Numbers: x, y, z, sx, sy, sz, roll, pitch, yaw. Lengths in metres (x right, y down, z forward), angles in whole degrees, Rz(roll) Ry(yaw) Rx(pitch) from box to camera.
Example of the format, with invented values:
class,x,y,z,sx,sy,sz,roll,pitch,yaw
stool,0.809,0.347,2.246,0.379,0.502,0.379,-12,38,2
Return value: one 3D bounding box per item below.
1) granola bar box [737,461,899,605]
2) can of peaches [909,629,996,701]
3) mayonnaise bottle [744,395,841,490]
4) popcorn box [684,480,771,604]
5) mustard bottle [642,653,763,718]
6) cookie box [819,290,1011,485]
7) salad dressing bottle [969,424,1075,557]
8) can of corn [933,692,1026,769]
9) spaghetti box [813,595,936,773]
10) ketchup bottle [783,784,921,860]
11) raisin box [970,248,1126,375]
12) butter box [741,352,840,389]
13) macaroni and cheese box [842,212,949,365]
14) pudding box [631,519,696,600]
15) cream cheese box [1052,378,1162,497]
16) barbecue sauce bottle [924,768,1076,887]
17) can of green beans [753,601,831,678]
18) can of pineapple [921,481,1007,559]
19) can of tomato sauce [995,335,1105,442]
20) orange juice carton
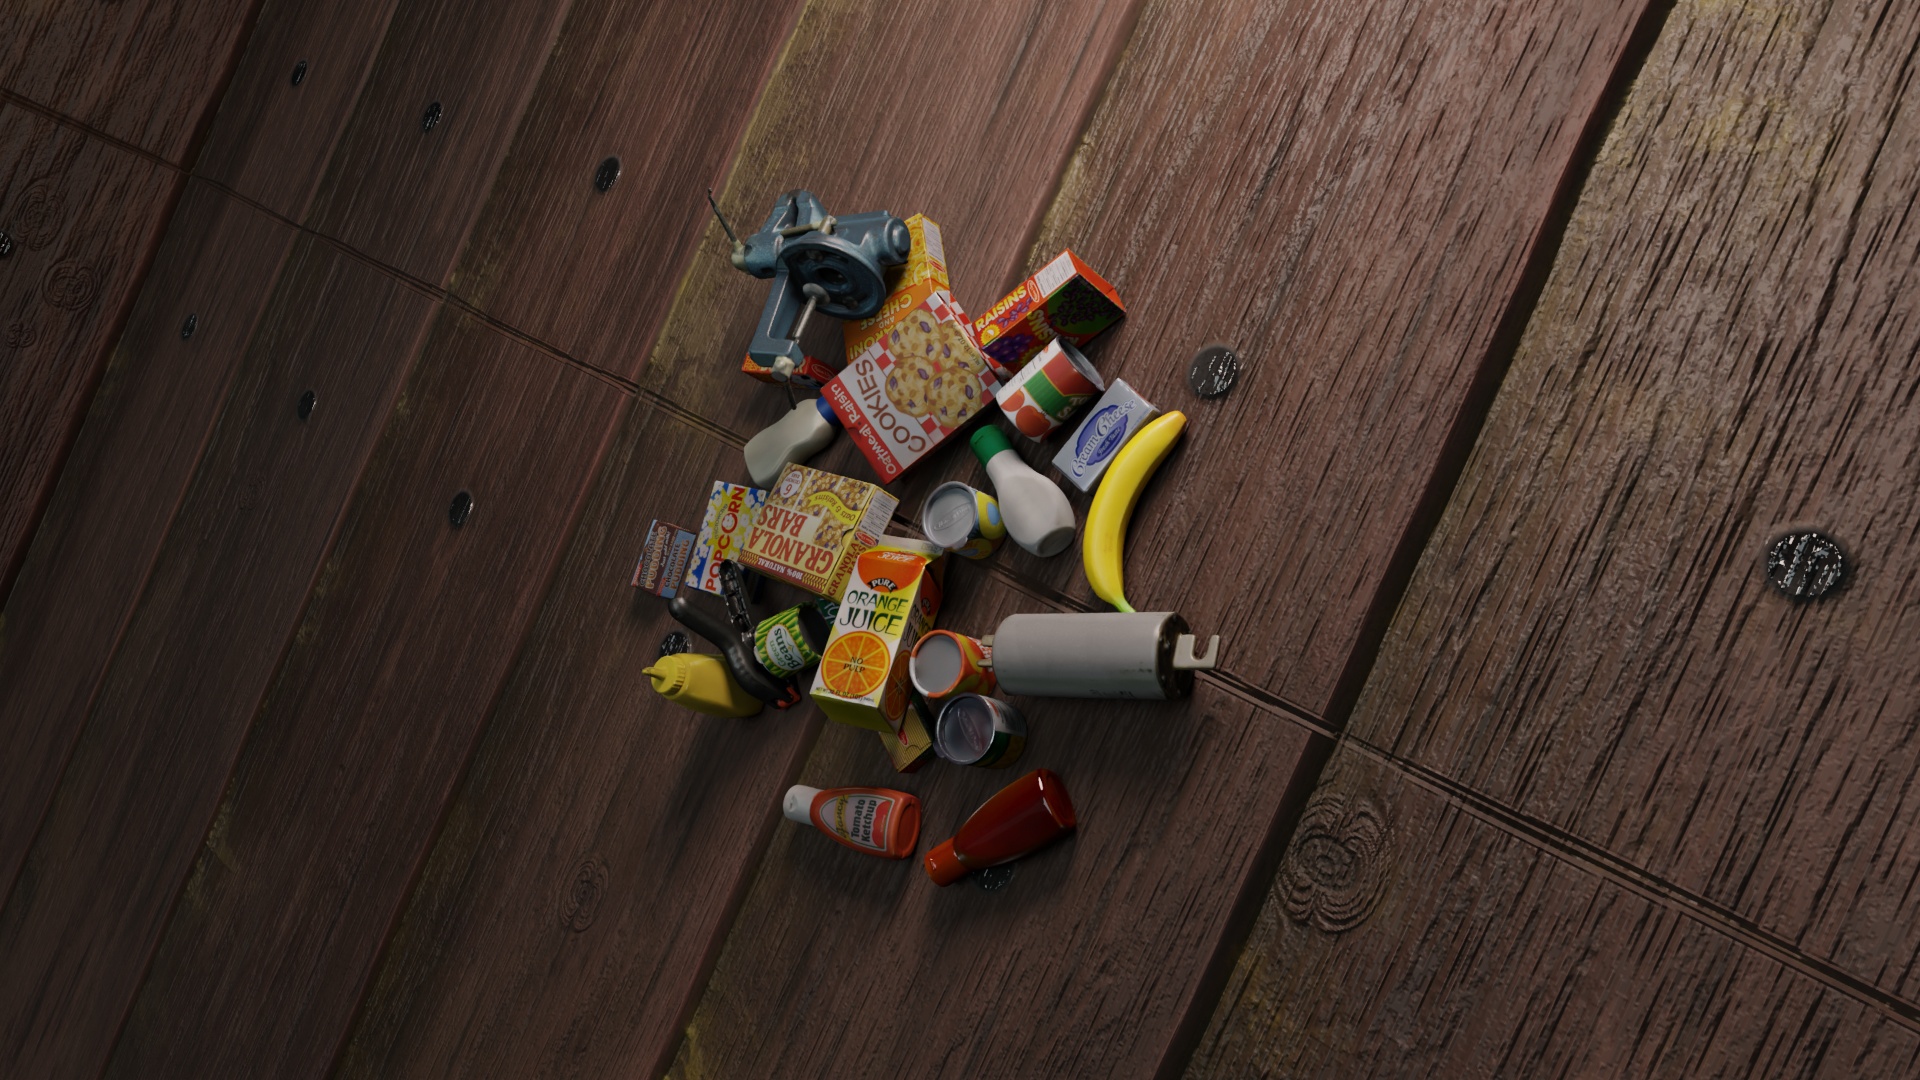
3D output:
class,x,y,z,sx,sy,sz,roll,pitch,yaw
granola bar box,-0.152,-0.009,1.452,0.165,0.039,0.124,16,76,48
can of peaches,-0.005,0.120,1.326,0.071,0.058,0.071,-11,71,34
mayonnaise bottle,-0.173,-0.119,1.529,0.147,0.041,0.065,-35,56,21
popcorn box,-0.251,0.002,1.550,0.085,0.038,0.127,12,83,38
mustard bottle,-0.272,0.146,1.446,0.048,0.160,0.065,-11,69,35
cookie box,-0.045,-0.154,1.415,0.167,0.040,0.123,-37,85,23
salad dressing bottle,0.057,-0.051,1.342,0.064,0.044,0.148,-45,54,19
can of corn,0.018,0.179,1.292,0.071,0.058,0.071,-11,71,33
spaghetti box,-0.088,0.118,1.405,0.050,0.028,0.251,-41,57,19
ketchup bottle,-0.109,0.270,1.366,0.149,0.043,0.065,4,79,37
raisin box,0.085,-0.214,1.342,0.123,0.086,0.040,-35,53,23
butter box,-0.190,-0.189,1.554,0.103,0.053,0.024,8,80,37
macaroni and cheese box,-0.071,-0.251,1.494,0.123,0.040,0.167,-22,64,30
pudding box,-0.346,0.022,1.618,0.050,0.030,0.083,17,87,39
cream cheese box,0.137,-0.096,1.309,0.103,0.024,0.053,-52,53,12
barbecue sauce bottle,0.033,0.268,1.265,0.148,0.043,0.065,-35,59,23
can of green beans,-0.171,0.103,1.445,0.057,0.071,0.071,-26,63,27
can of pineapple,0.005,-0.017,1.359,0.071,0.058,0.071,-11,71,34
can of tomato sauce,0.087,-0.143,1.334,0.083,0.071,0.071,-42,57,20
orange juice carton,-0.074,0.082,1.351,0.072,0.072,0.193,9,65,20
